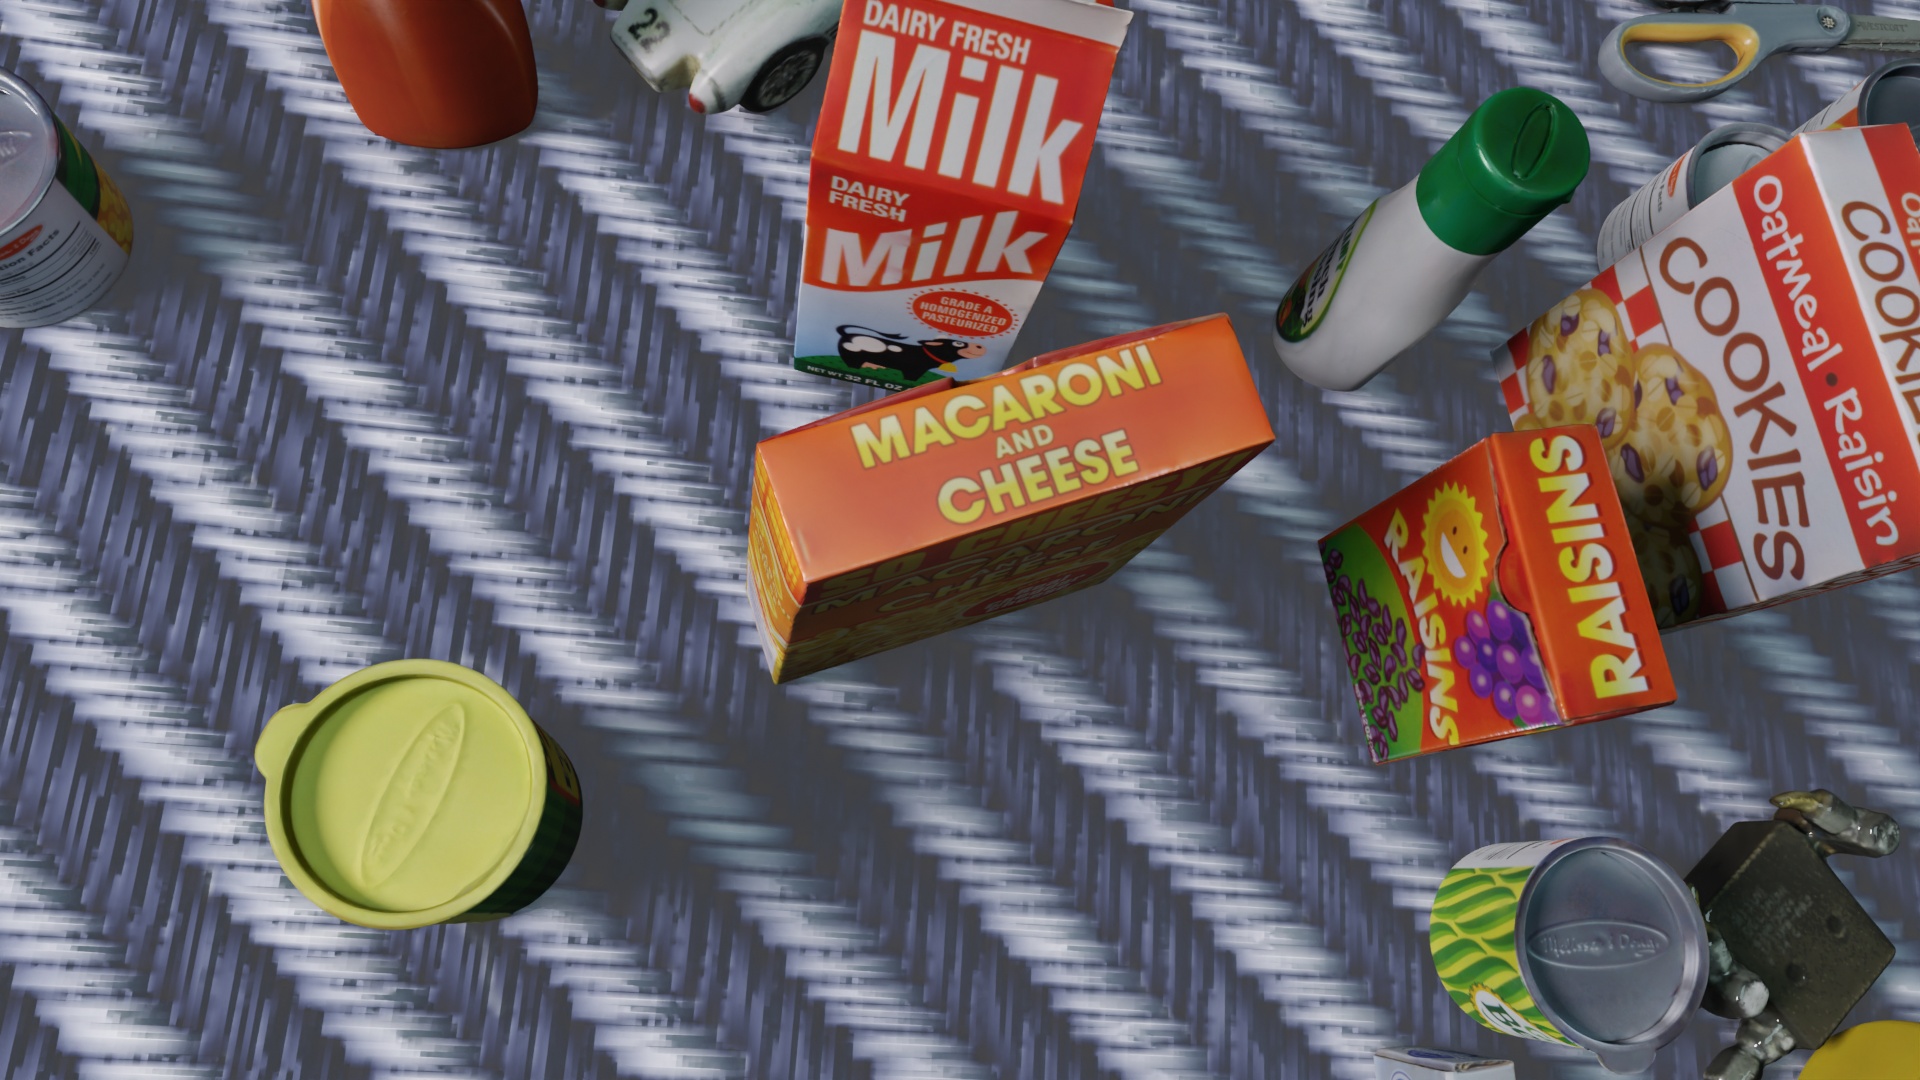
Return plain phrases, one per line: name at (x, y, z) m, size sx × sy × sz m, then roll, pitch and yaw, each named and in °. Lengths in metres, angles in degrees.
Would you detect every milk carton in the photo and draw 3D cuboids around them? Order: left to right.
milk carton at (-0.006, -0.110, 0.419) m, size 0.072 × 0.190 × 0.073 m, roll 12°, pitch 74°, yaw -6°

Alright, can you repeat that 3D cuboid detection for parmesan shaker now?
parmesan shaker at (-0.147, 0.073, 0.392) m, size 0.071 × 0.102 × 0.071 m, roll 2°, pitch 75°, yaw -9°

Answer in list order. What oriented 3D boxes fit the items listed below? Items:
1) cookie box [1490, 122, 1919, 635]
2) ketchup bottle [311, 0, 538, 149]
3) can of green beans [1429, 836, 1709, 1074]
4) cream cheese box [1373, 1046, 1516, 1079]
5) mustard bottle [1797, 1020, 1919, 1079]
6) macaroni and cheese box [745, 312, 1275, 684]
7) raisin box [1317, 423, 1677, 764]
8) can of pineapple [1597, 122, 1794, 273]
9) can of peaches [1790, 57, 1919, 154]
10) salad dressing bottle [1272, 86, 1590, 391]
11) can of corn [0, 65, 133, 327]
cookie box at (0.251, -0.040, 0.456) m, size 0.040 × 0.167 × 0.123 m, roll -9°, pitch 77°, yaw -12°
ketchup bottle at (-0.172, -0.177, 0.430) m, size 0.065 × 0.148 × 0.043 m, roll -5°, pitch 77°, yaw -11°
can of green beans at (0.198, 0.132, 0.459) m, size 0.071 × 0.057 × 0.071 m, roll 2°, pitch 75°, yaw -9°
cream cheese box at (0.156, 0.214, 0.432) m, size 0.024 × 0.053 × 0.104 m, roll -1°, pitch 76°, yaw -10°
mustard bottle at (0.323, 0.183, 0.413) m, size 0.049 × 0.159 × 0.065 m, roll 37°, pitch 73°, yaw 1°
macaroni and cheese box at (0.001, -0.005, 0.405) m, size 0.124 × 0.166 × 0.040 m, roll -17°, pitch 79°, yaw -13°
raisin box at (0.165, 0.022, 0.448) m, size 0.040 × 0.123 × 0.086 m, roll -7°, pitch 77°, yaw -11°
can of pineapple at (0.296, -0.118, 0.542) m, size 0.071 × 0.057 × 0.071 m, roll 2°, pitch 75°, yaw -9°
can of peaches at (0.373, -0.149, 0.563) m, size 0.071 × 0.058 × 0.071 m, roll 2°, pitch 75°, yaw -9°
salad dressing bottle at (0.152, -0.096, 0.465) m, size 0.044 × 0.147 × 0.064 m, roll 29°, pitch 73°, yaw -2°
can of corn at (-0.307, -0.109, 0.436) m, size 0.071 × 0.058 × 0.071 m, roll 2°, pitch 75°, yaw -9°
